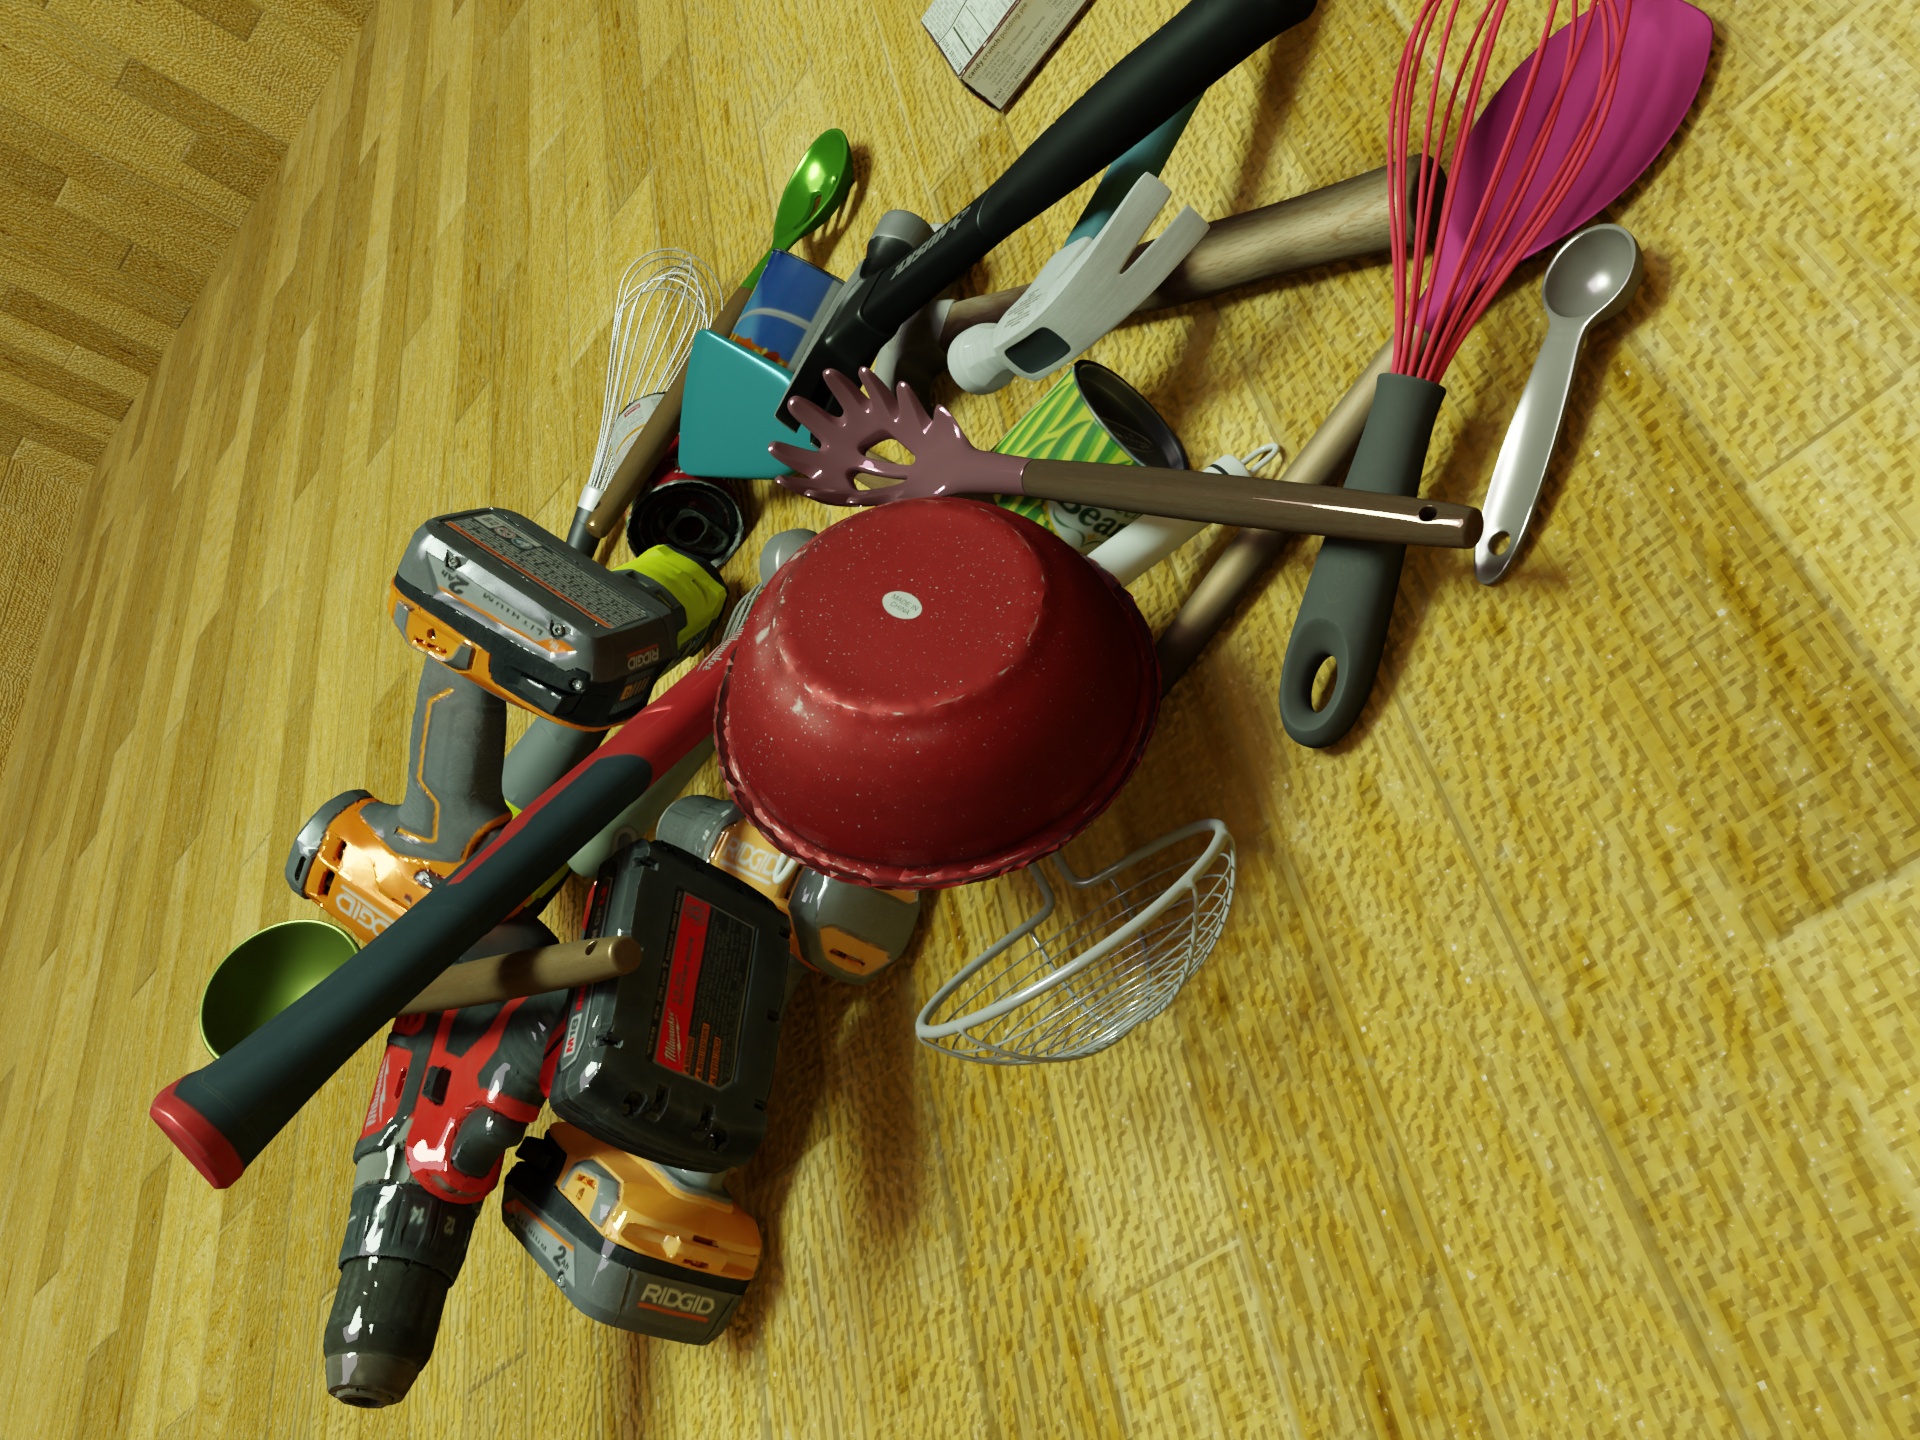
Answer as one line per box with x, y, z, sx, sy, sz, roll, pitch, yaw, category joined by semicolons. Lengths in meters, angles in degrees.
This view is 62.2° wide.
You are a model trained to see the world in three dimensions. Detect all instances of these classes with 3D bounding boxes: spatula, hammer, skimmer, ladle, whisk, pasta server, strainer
-0.047;-0.119;0.787;0.318;0.044;0.082;34;120;46;spatula
0.102;-0.288;0.681;0.331;0.033;0.128;-62;23;-14;hammer
-0.001;-0.002;0.646;0.127;0.090;0.364;-34;41;5;skimmer
-0.227;0.105;0.646;0.320;0.062;0.078;-17;41;46;ladle
-0.127;0.023;0.604;0.143;0.038;0.386;-6;31;44;hammer
-0.115;-0.007;0.744;0.246;0.059;0.057;-58;-23;-51;whisk
0.069;-0.194;0.718;0.331;0.031;0.130;2;71;51;hammer
0.159;-0.133;0.537;0.073;0.073;0.296;23;99;54;whisk
0.043;-0.091;0.591;0.316;0.040;0.060;15;79;44;pasta server
-0.232;-0.177;1.061;0.070;0.070;0.284;28;97;54;whisk
0.021;-0.034;0.607;0.258;0.050;0.087;-36;16;-9;strainer
0.022;-0.214;0.657;0.335;0.035;0.146;-18;43;58;hammer

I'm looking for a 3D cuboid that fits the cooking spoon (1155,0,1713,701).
0.153;-0.122;0.584;0.319;0.017;0.069;-53;52;16;cooking spoon

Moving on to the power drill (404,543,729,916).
-0.211;0.005;0.882;0.223;0.080;0.171;-53;3;16;power drill

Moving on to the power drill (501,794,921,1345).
-0.123;0.140;0.730;0.185;0.084;0.226;15;78;53;power drill

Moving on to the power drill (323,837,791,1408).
-0.176;0.163;0.642;0.226;0.080;0.188;-30;41;35;power drill

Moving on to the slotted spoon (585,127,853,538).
-0.138;-0.232;0.943;0.070;0.031;0.314;-5;52;50;slotted spoon

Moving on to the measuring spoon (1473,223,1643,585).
0.197;-0.102;0.528;0.034;0.018;0.124;22;95;57;measuring spoon

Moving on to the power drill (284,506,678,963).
-0.220;0.033;0.759;0.164;0.084;0.226;32;113;11;power drill

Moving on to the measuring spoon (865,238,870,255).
-0.035;-0.237;0.892;0.021;0.011;0.117;-38;48;27;measuring spoon
